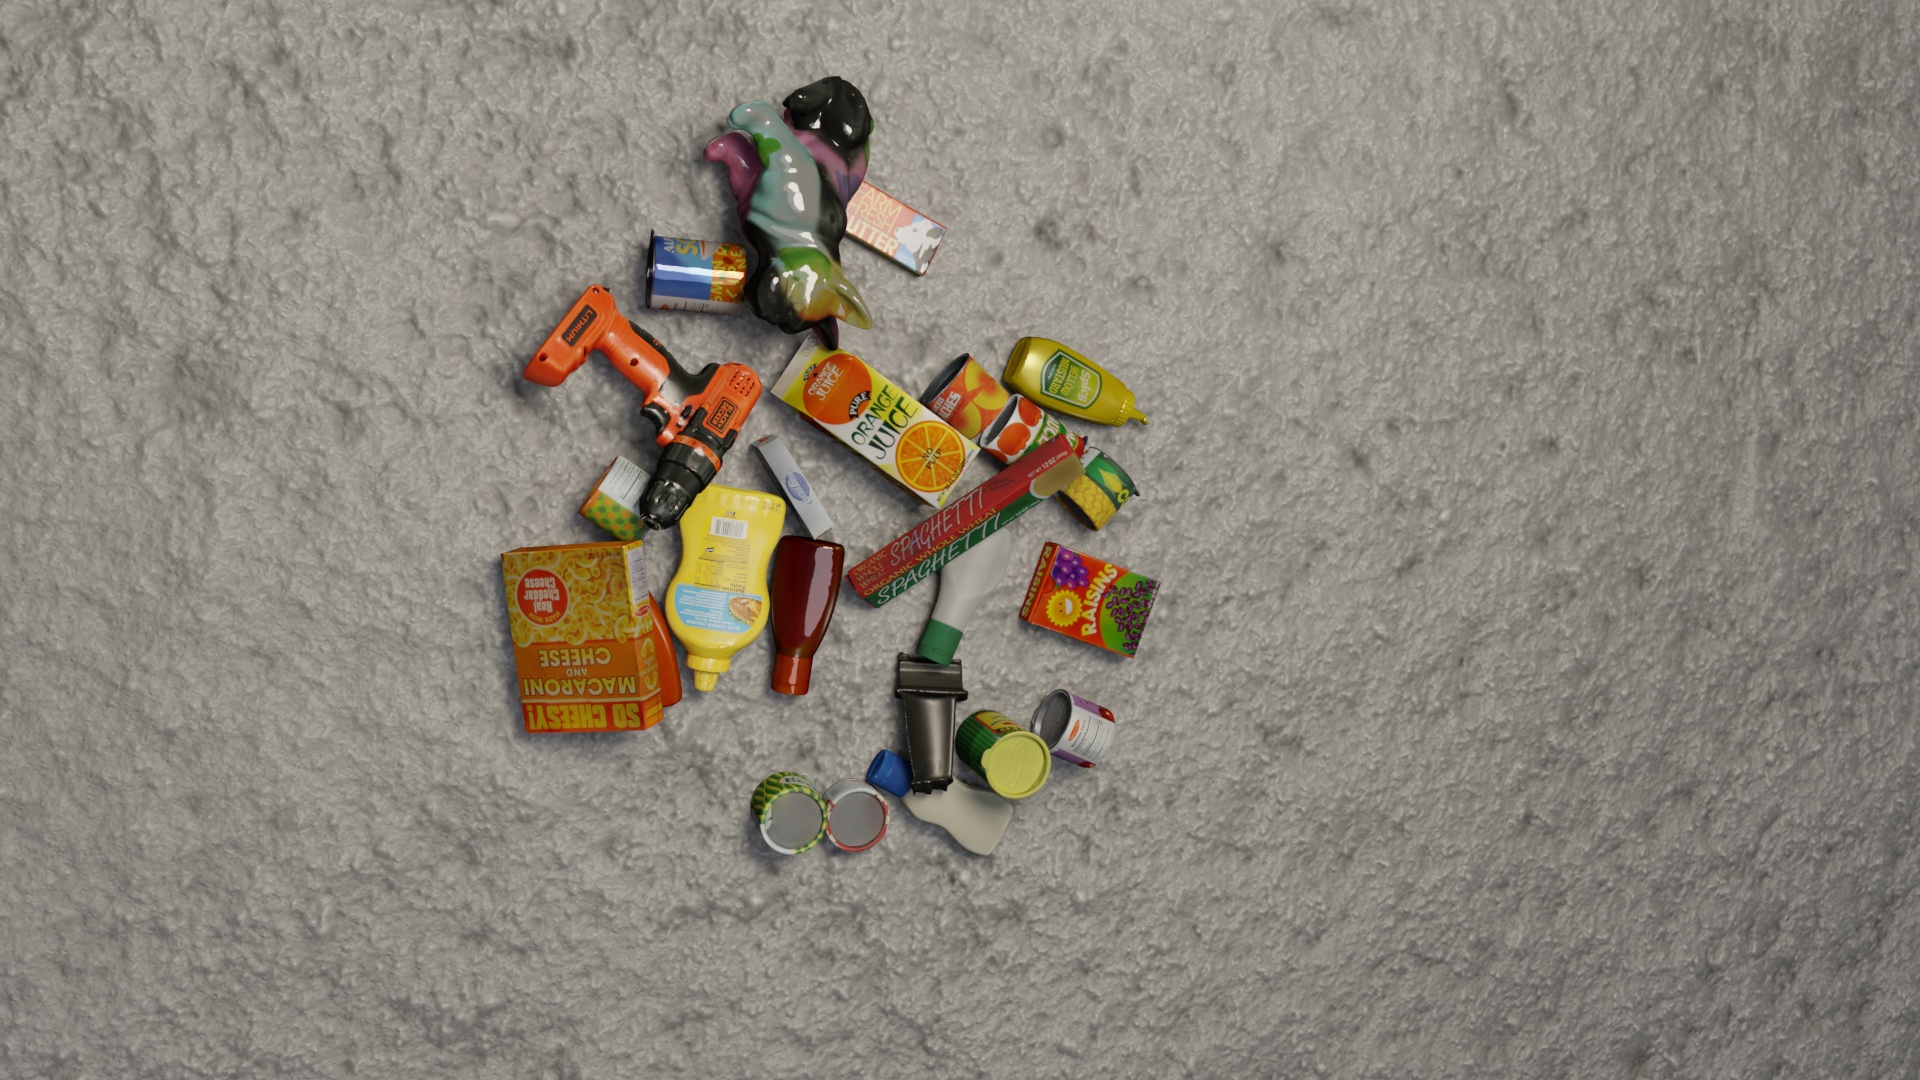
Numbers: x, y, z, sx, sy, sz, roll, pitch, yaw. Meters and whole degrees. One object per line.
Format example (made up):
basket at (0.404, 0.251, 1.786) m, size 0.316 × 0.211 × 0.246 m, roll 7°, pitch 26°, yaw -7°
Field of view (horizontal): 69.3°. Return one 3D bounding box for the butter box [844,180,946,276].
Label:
butter box at (-0.070, -0.300, 1.330) m, size 0.103 × 0.024 × 0.053 m, roll 27°, pitch 88°, yaw -18°

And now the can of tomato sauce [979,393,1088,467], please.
can of tomato sauce at (0.072, -0.097, 1.371) m, size 0.083 × 0.071 × 0.071 m, roll 33°, pitch 85°, yaw -17°

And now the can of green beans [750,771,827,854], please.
can of green beans at (-0.165, 0.262, 1.337) m, size 0.071 × 0.058 × 0.071 m, roll -2°, pitch 96°, yaw -17°

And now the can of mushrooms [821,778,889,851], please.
can of mushrooms at (-0.104, 0.273, 1.370) m, size 0.071 × 0.033 × 0.071 m, roll -2°, pitch 95°, yaw -18°

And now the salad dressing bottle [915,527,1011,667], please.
salad dressing bottle at (0.001, 0.051, 1.369) m, size 0.064 × 0.044 × 0.148 m, roll 25°, pitch 83°, yaw -10°

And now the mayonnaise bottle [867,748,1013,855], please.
mayonnaise bottle at (-0.022, 0.257, 1.391) m, size 0.148 × 0.041 × 0.065 m, roll 31°, pitch 85°, yaw -16°

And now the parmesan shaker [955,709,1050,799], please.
parmesan shaker at (0.038, 0.208, 1.371) m, size 0.071 × 0.103 × 0.071 m, roll -2°, pitch 96°, yaw -18°

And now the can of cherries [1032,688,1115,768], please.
can of cherries at (0.114, 0.191, 1.413) m, size 0.058 × 0.071 × 0.071 m, roll 25°, pitch 88°, yaw -24°

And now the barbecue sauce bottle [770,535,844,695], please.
barbecue sauce bottle at (-0.152, 0.072, 1.327) m, size 0.065 × 0.044 × 0.148 m, roll 10°, pitch 94°, yaw 10°

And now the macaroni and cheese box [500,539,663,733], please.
macaroni and cheese box at (-0.338, 0.087, 1.248) m, size 0.124 × 0.040 × 0.166 m, roll -3°, pitch 98°, yaw 15°

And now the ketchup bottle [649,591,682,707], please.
ketchup bottle at (-0.301, 0.083, 1.284) m, size 0.065 × 0.043 × 0.148 m, roll -10°, pitch 98°, yaw -4°

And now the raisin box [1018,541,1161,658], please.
raisin box at (0.132, 0.061, 1.420) m, size 0.123 × 0.040 × 0.086 m, roll 20°, pitch 90°, yaw -17°

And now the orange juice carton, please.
orange juice carton at (-0.083, -0.114, 1.318) m, size 0.192 × 0.073 × 0.072 m, roll 36°, pitch 85°, yaw -17°

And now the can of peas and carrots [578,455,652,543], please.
can of peas and carrots at (-0.306, -0.034, 1.262) m, size 0.058 × 0.071 × 0.071 m, roll 36°, pitch 85°, yaw -17°

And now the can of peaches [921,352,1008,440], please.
can of peaches at (0.004, -0.137, 1.346) m, size 0.058 × 0.071 × 0.071 m, roll 42°, pitch 83°, yaw -17°

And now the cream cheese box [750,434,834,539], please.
cream cheese box at (-0.159, -0.052, 1.311) m, size 0.024 × 0.053 × 0.103 m, roll -33°, pitch 104°, yaw -9°

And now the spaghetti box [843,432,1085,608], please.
spaghetti box at (0.005, -0.017, 1.329) m, size 0.250 × 0.050 × 0.029 m, roll -33°, pitch 62°, yaw 6°

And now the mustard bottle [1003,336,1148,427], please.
mustard bottle at (0.124, -0.151, 1.392) m, size 0.160 × 0.049 × 0.065 m, roll 21°, pitch 90°, yaw -18°

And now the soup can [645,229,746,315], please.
soup can at (-0.240, -0.243, 1.261) m, size 0.084 × 0.071 × 0.071 m, roll 2°, pitch 95°, yaw -18°

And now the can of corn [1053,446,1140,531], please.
can of corn at (0.135, -0.049, 1.395) m, size 0.058 × 0.071 × 0.071 m, roll -45°, pitch 106°, yaw -7°
